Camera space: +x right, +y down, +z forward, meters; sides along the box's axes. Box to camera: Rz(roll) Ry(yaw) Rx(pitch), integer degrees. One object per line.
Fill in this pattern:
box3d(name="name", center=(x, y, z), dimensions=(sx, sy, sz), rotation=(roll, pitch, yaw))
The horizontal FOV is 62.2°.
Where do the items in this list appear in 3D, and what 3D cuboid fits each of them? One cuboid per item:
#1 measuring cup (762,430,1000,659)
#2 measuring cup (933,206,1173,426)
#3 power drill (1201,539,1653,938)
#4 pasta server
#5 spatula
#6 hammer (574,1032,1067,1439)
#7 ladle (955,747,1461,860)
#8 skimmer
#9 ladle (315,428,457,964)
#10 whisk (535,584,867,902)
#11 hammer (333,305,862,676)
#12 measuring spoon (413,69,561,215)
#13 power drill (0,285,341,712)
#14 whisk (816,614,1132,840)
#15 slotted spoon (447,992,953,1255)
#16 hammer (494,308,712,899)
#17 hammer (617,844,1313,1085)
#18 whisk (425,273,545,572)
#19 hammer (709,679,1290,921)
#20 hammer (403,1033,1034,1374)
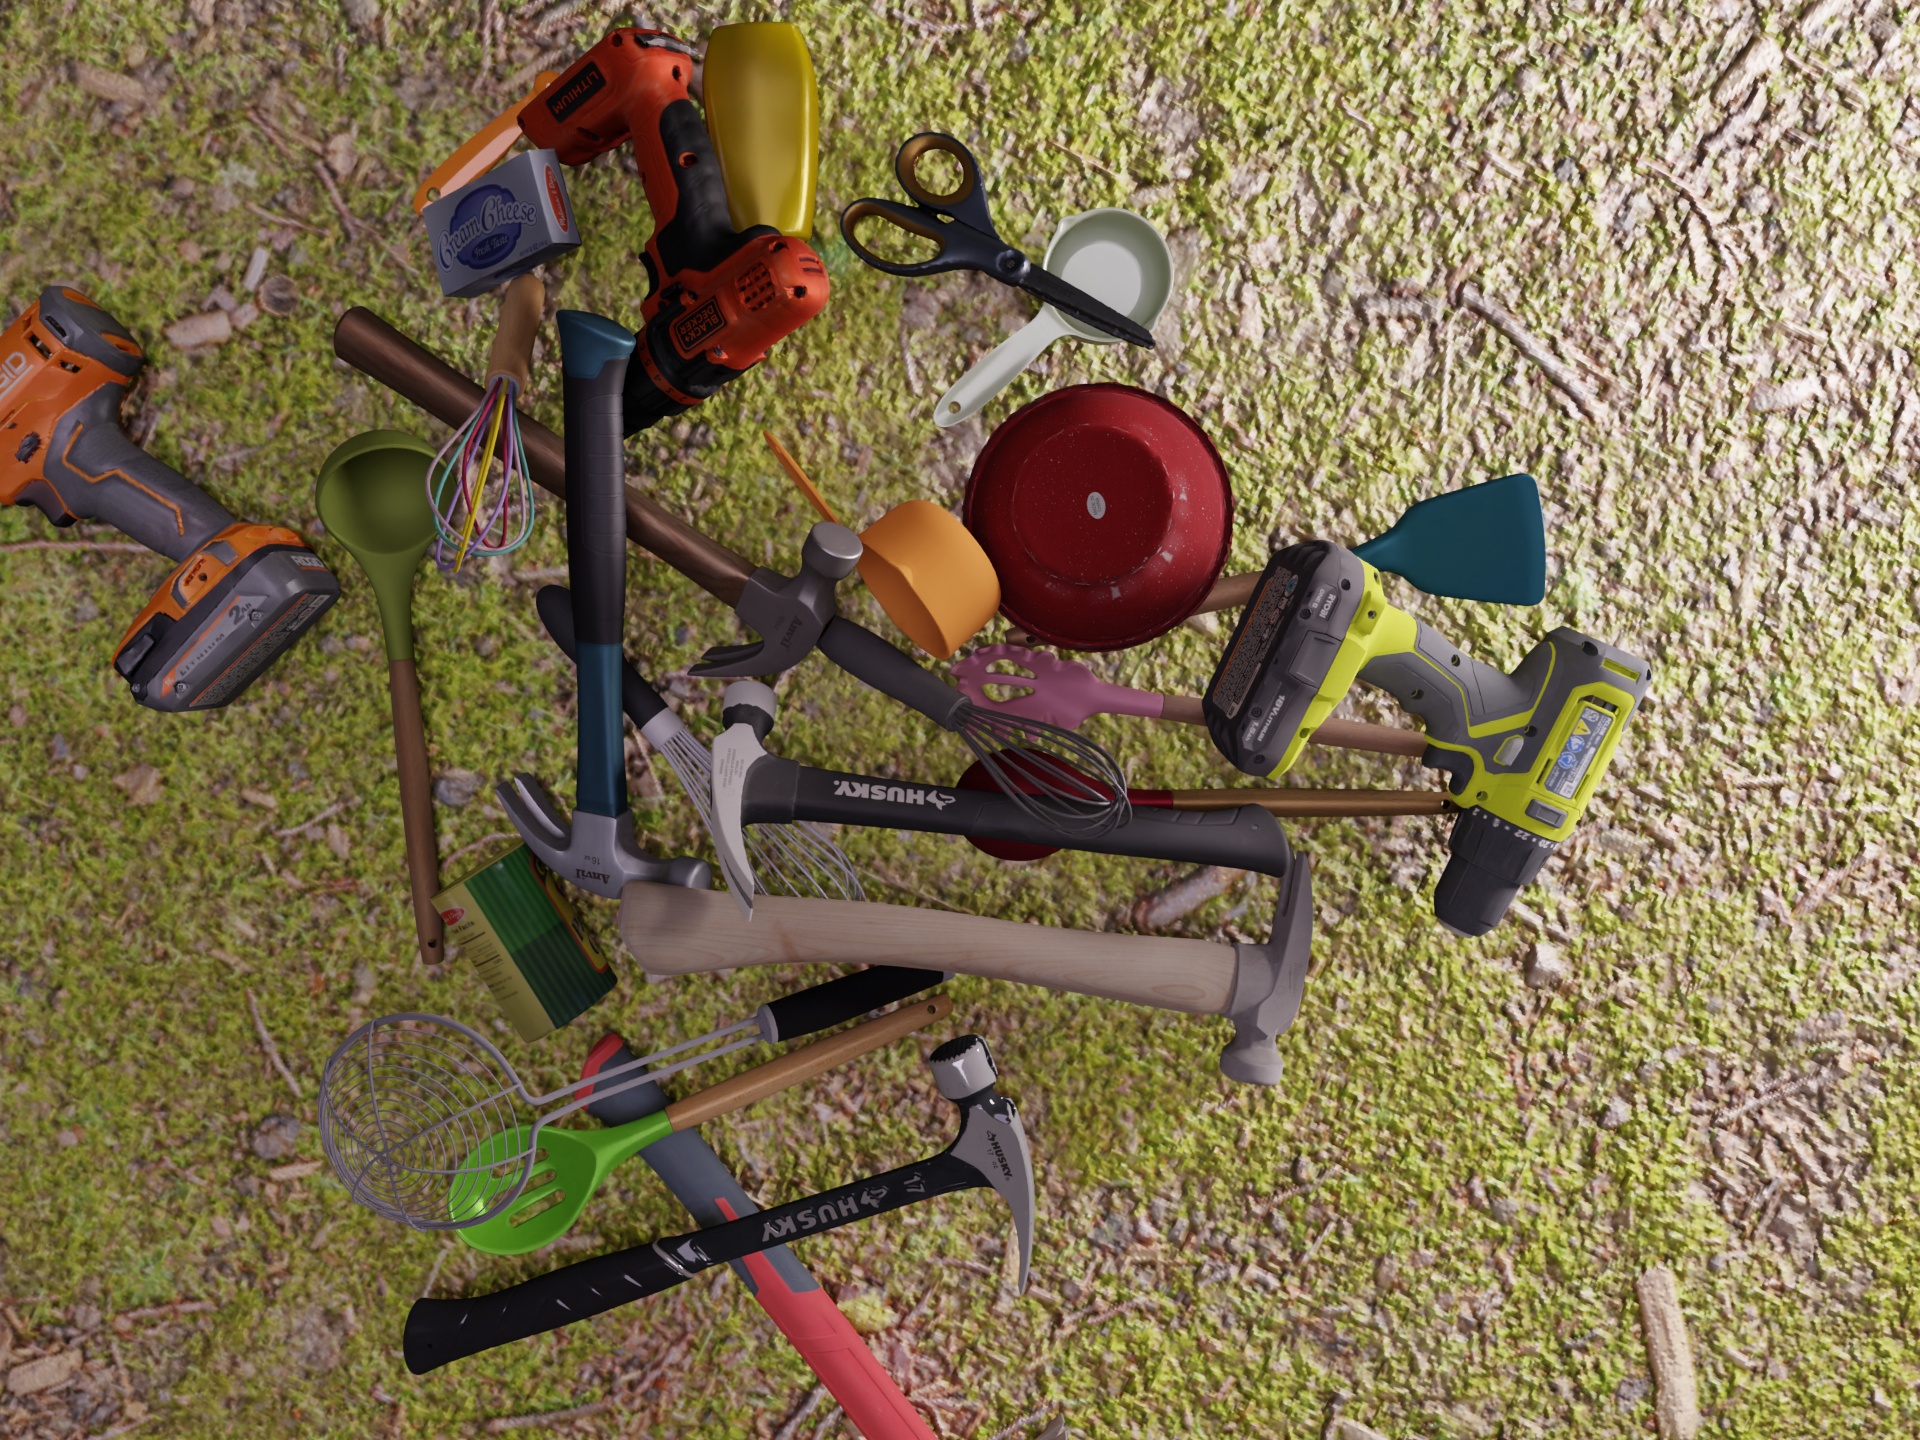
box3d(name="measuring cup", center=(-0.044, -0.116, 0.923), dimensions=(0.052, 0.095, 0.174), rotation=(-38, 81, -12))
box3d(name="measuring cup", center=(0.049, -0.228, 0.931), dimensions=(0.167, 0.038, 0.083), rotation=(-40, 95, 5))
box3d(name="power drill", center=(0.262, 0.011, 0.921), dimensions=(0.228, 0.080, 0.190), rotation=(22, 101, -12))
box3d(name="pasta server", center=(0.148, -0.002, 0.956), dimensions=(0.316, 0.040, 0.060), rotation=(8, 108, -3))
box3d(name="spatula", center=(0.183, -0.079, 0.945), dimensions=(0.317, 0.044, 0.082), rotation=(-13, 113, 1))
box3d(name="hammer", center=(-0.096, 0.344, 0.985), dimensions=(0.143, 0.038, 0.386), rotation=(-36, 96, 1))
box3d(name="ladle", center=(0.153, 0.051, 0.968), dimensions=(0.315, 0.031, 0.069), rotation=(0, 92, -3))
box3d(name="skimmer", center=(-0.178, 0.189, 0.923), dimensions=(0.363, 0.090, 0.127), rotation=(-16, 101, -26))
box3d(name="ladle", center=(-0.325, -0.009, 0.935), dimensions=(0.078, 0.062, 0.320), rotation=(-7, 100, -25))
box3d(name="whisk", center=(-0.155, 0.029, 0.945), dimensions=(0.070, 0.070, 0.284), rotation=(-41, 90, 3))
box3d(name="hammer", center=(-0.219, -0.136, 0.916), dimensions=(0.331, 0.031, 0.130), rotation=(33, 127, 3))
box3d(name="measuring spoon", center=(-0.274, -0.335, 0.923), dimensions=(0.117, 0.011, 0.021), rotation=(-41, 95, 3))
box3d(name="power drill", center=(-0.489, -0.111, 0.909), dimensions=(0.164, 0.084, 0.226), rotation=(-42, 91, 4))
box3d(name="whisk", center=(-0.001, -0.003, 0.902), dimensions=(0.239, 0.055, 0.055), rotation=(32, 95, 28))
box3d(name="slotted spoon", center=(-0.148, 0.230, 0.946), dimensions=(0.313, 0.031, 0.070), rotation=(-21, 81, -13))
box3d(name="hammer", center=(-0.201, -0.058, 0.888), dimensions=(0.128, 0.033, 0.331), rotation=(8, 108, 18))
box3d(name="hammer", center=(0.012, 0.122, 0.923), dimensions=(0.410, 0.038, 0.146), rotation=(8, 94, -16))
box3d(name="whisk", center=(-0.244, -0.168, 0.848), dimensions=(0.051, 0.245, 0.047), rotation=(-4, 137, 0))
box3d(name="hammer", center=(0.023, 0.059, 0.905), dimensions=(0.334, 0.146, 0.035), rotation=(7, 139, -6))
box3d(name="hammer", center=(-0.148, 0.316, 0.942), dimensions=(0.409, 0.036, 0.149), rotation=(-21, 98, 10))
